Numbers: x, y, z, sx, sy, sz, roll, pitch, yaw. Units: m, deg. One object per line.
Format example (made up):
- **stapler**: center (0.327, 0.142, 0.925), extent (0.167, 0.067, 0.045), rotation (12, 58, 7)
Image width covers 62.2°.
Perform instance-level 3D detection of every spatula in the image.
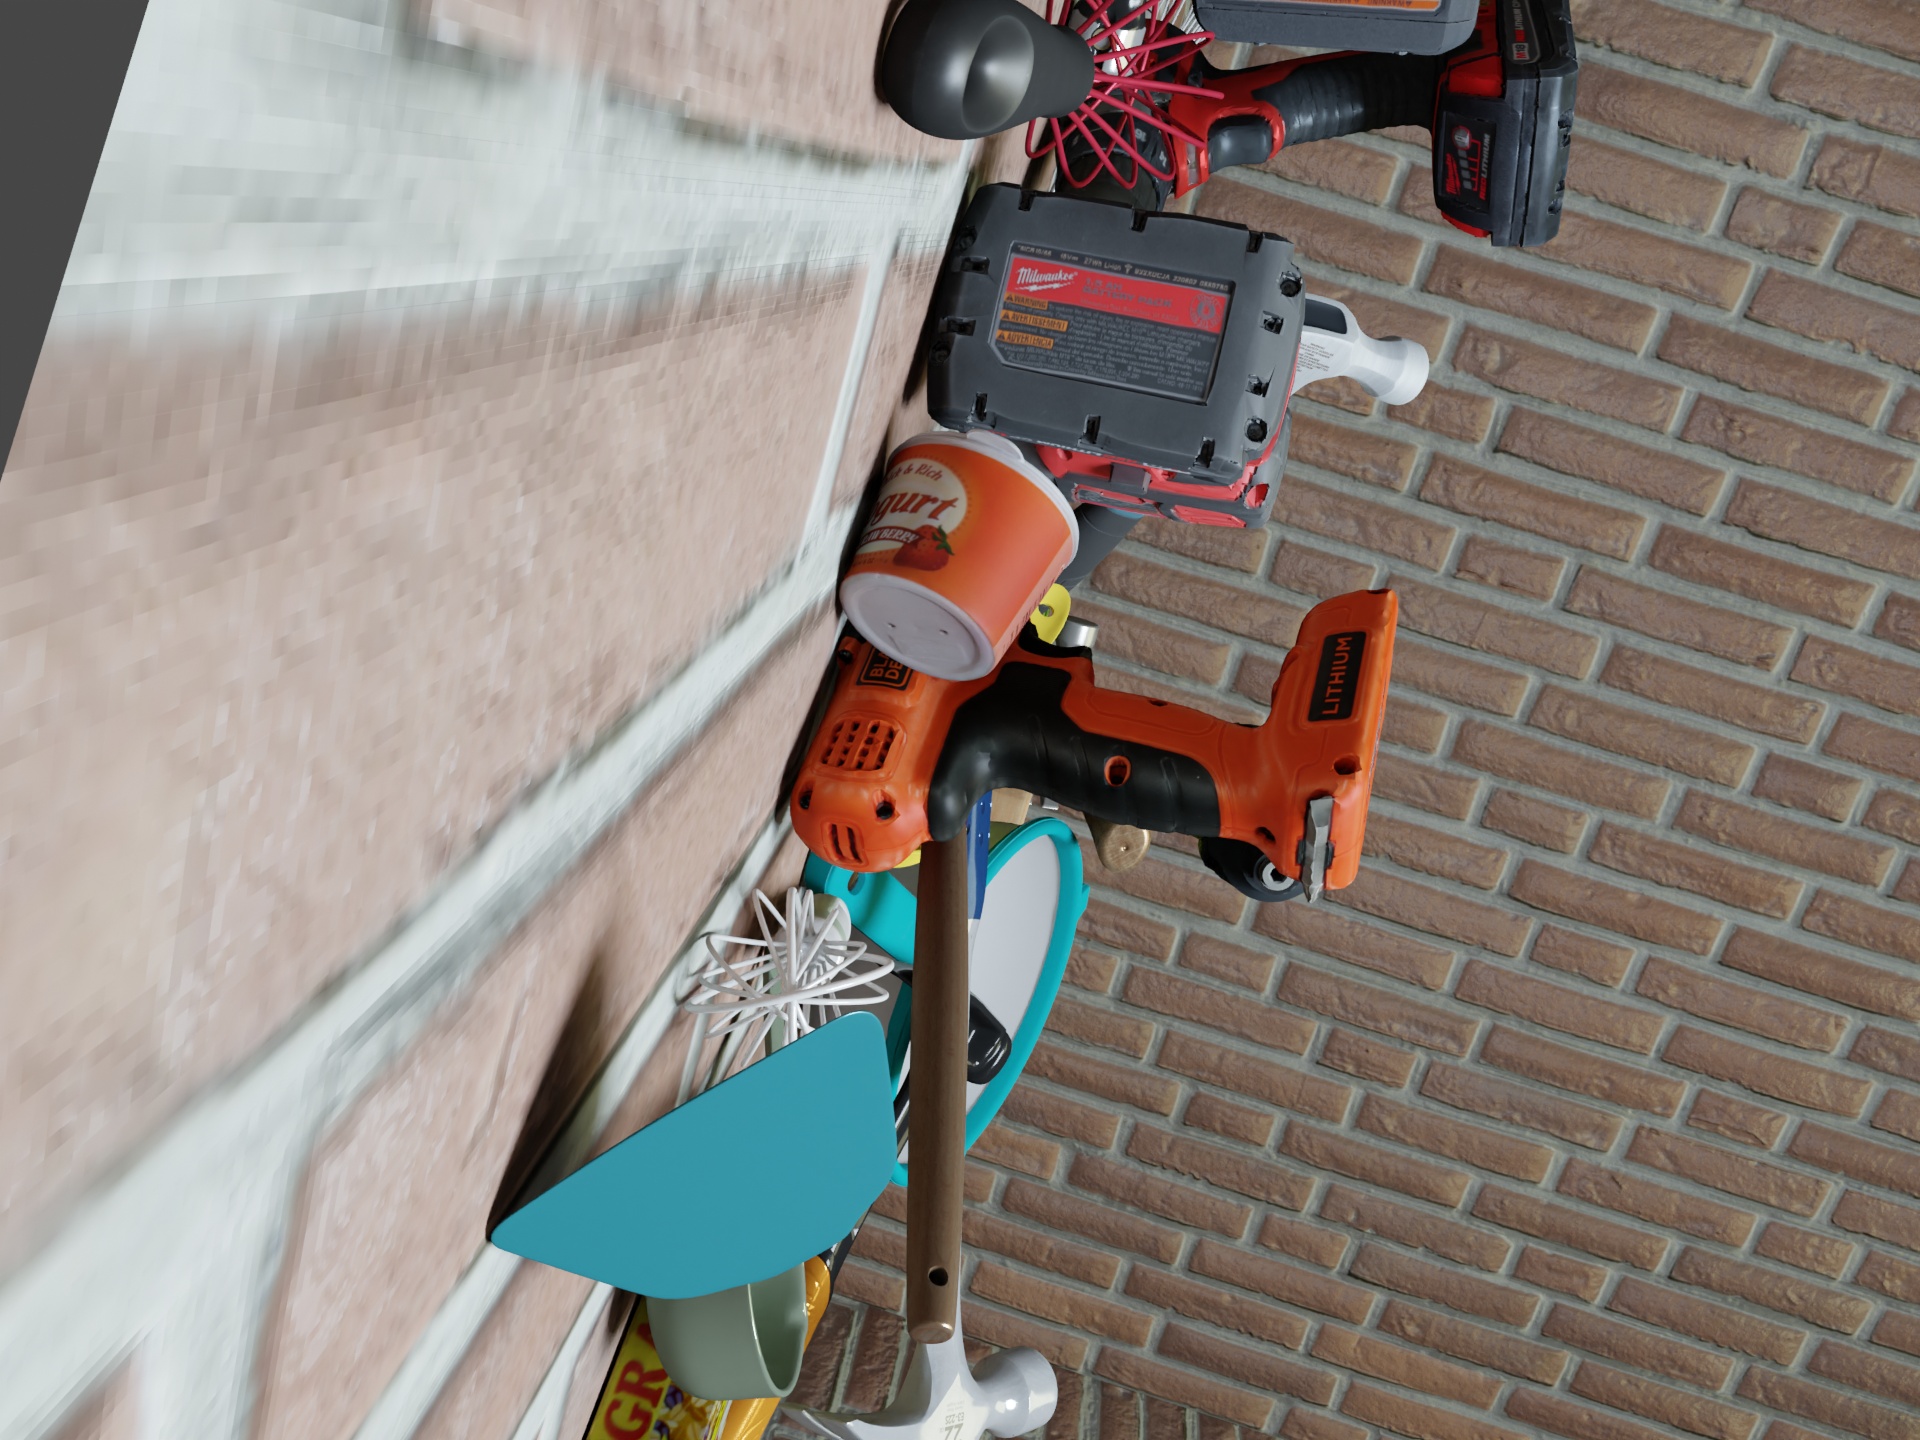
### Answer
- **spatula**: center (-0.008, 0.054, 0.536), extent (0.316, 0.059, 0.018), rotation (-90, -167, -46)
- **spatula**: center (-0.046, 0.119, 0.445), extent (0.082, 0.044, 0.317), rotation (-31, 172, -7)

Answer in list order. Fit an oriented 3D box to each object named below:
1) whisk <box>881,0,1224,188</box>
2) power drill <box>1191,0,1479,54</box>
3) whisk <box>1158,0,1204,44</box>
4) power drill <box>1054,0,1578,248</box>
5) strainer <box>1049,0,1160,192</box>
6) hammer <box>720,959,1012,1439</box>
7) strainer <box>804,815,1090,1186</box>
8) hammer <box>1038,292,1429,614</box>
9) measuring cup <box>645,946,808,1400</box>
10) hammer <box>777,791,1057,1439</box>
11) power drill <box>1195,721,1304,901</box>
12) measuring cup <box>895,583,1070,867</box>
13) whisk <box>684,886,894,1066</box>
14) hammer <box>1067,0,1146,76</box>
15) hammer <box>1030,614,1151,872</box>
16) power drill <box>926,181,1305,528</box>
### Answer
- **whisk**: center (0.029, -0.180, 0.445), extent (0.296, 0.073, 0.073), rotation (-54, 162, -65)
- **power drill**: center (0.204, -0.376, 0.705), extent (0.084, 0.185, 0.226), rotation (86, 20, -45)
- **whisk**: center (0.107, -0.381, 0.949), extent (0.070, 0.070, 0.285), rotation (102, 10, -68)
- **power drill**: center (0.151, -0.258, 0.713), extent (0.080, 0.227, 0.188), rotation (78, 20, -44)
- **strainer**: center (0.099, -0.382, 0.884), extent (0.086, 0.050, 0.259), rotation (72, 29, -61)
- **hammer**: center (-0.079, 0.267, 0.703), extent (0.337, 0.034, 0.127), rotation (-61, 153, -15)
- **strainer**: center (-0.039, 0.113, 0.815), extent (0.211, 0.095, 0.340), rotation (-63, 155, -14)
- **hammer**: center (0.077, -0.104, 0.815), extent (0.331, 0.128, 0.033), rotation (-41, -136, 48)
- **measuring cup**: center (-0.079, 0.147, 0.543), extent (0.168, 0.038, 0.083), rotation (-96, 175, -45)
- **hammer**: center (-0.005, 0.093, 0.659), extent (0.144, 0.035, 0.406), rotation (14, 75, -52)
- **power drill**: center (0.069, 0.023, 0.781), extent (0.171, 0.223, 0.080), rotation (-66, 172, -75)
- **measuring cup**: center (-0.001, -0.002, 0.636), extent (0.156, 0.062, 0.029), rotation (-50, -179, -36)
- **whisk**: center (-0.051, 0.078, 0.532), extent (0.246, 0.059, 0.058), rotation (136, -57, -87)
- **hammer**: center (0.102, -0.410, 0.753), extent (0.335, 0.035, 0.146), rotation (-70, 177, -57)
- **hammer**: center (0.077, 0.027, 1.011), extent (0.331, 0.031, 0.130), rotation (-103, -152, -75)
- **power drill**: center (0.056, -0.123, 0.603), extent (0.219, 0.143, 0.078), rotation (8, 95, -82)
